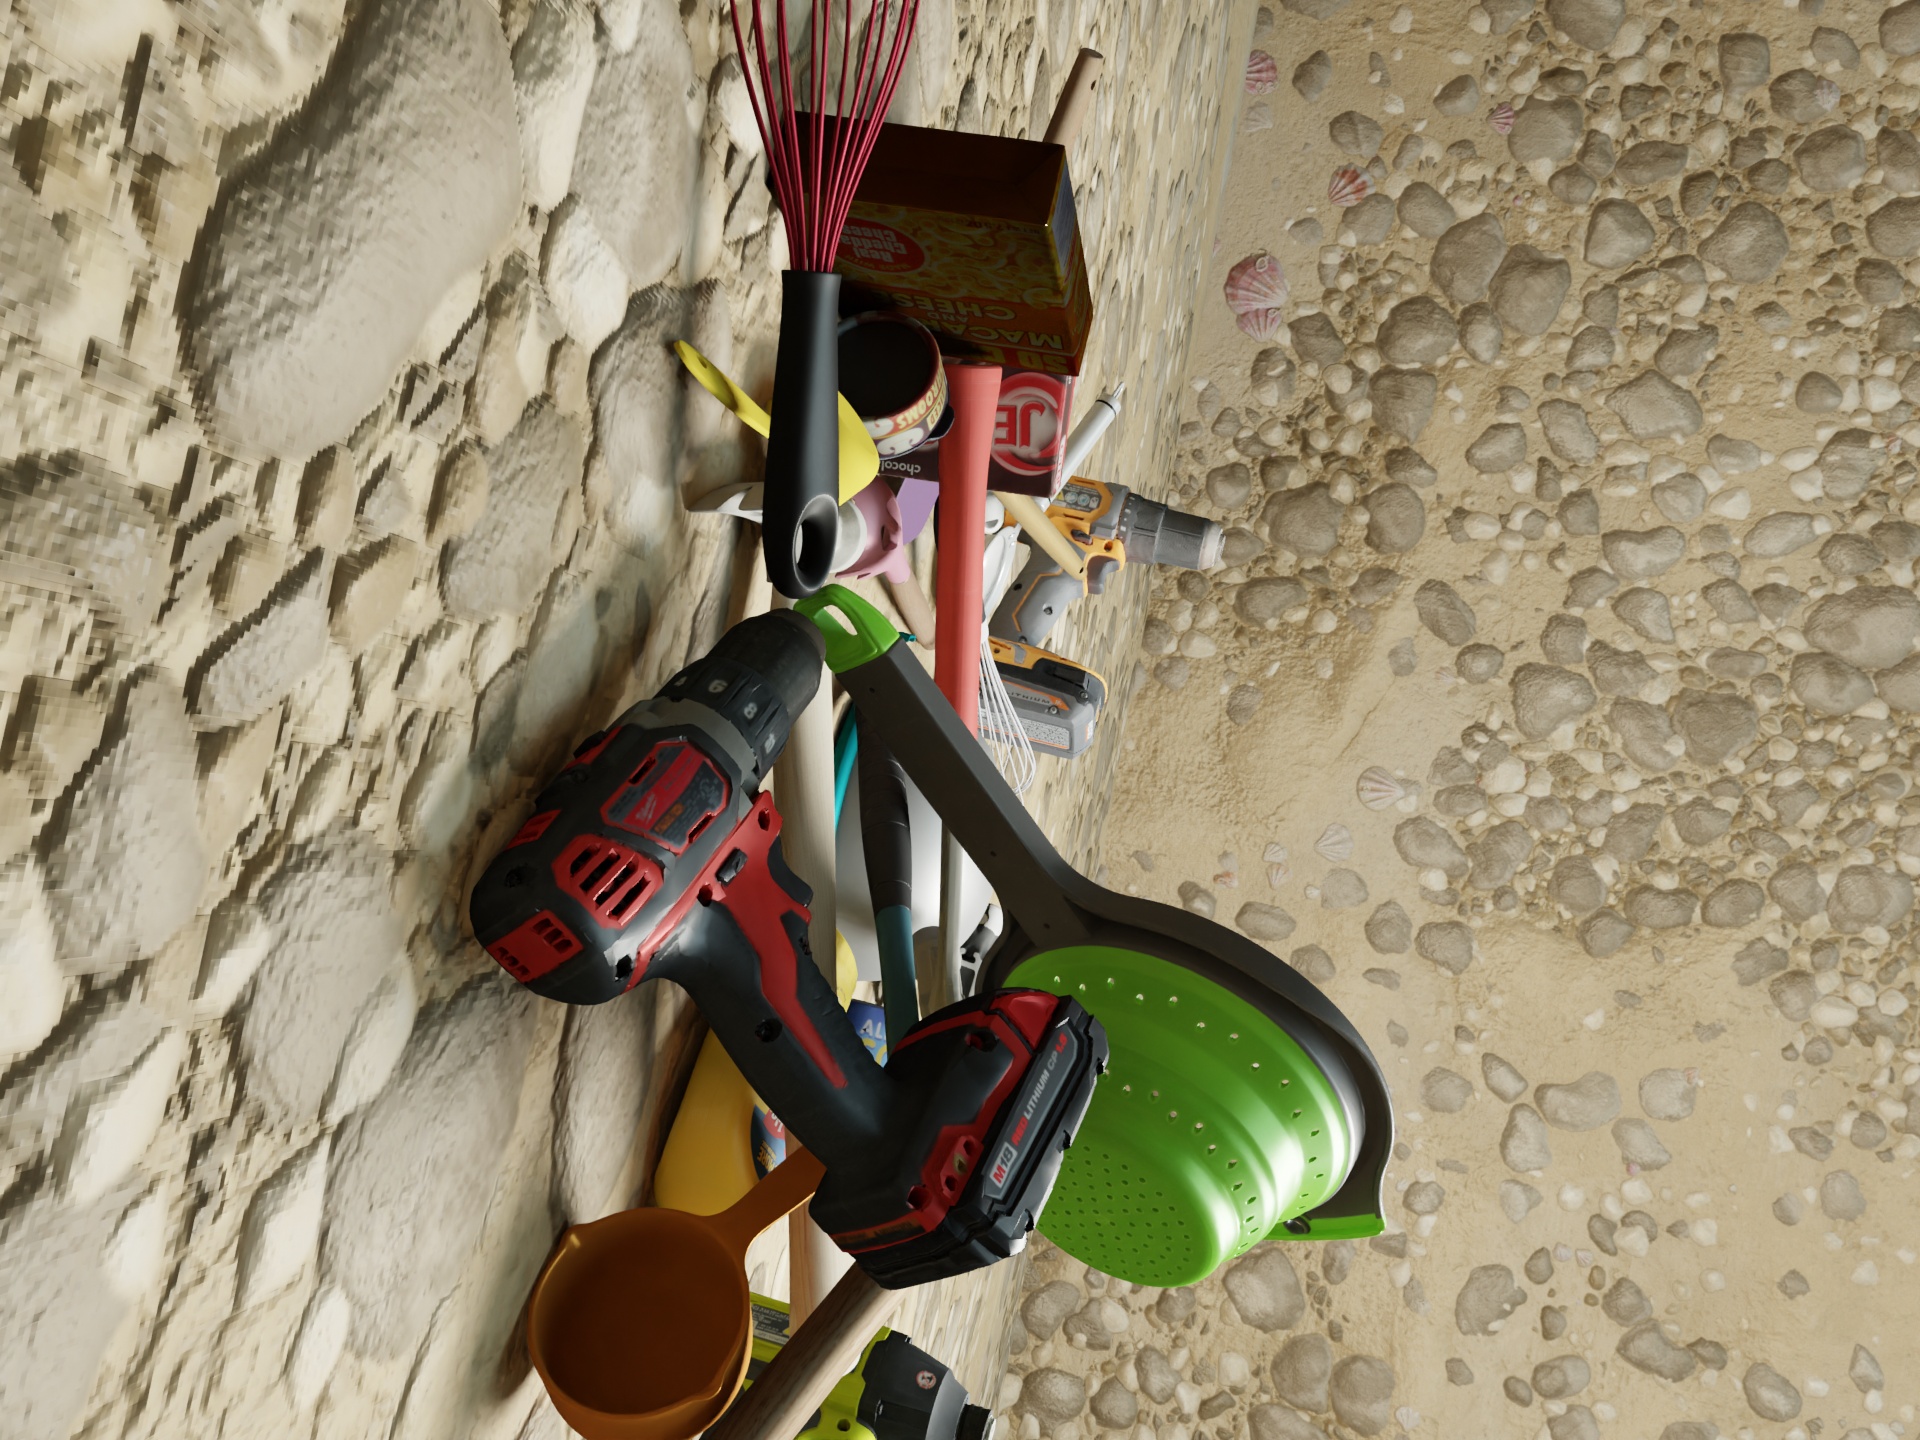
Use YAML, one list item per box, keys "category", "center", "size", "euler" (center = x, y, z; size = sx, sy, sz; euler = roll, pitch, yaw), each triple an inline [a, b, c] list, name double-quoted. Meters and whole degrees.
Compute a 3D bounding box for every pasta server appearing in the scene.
- category: "pasta server"
  center: [-0.042, -0.084, 0.953]
  size: [0.316, 0.040, 0.060]
  euler: [63, 39, -79]

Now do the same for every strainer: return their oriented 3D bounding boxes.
- category: "strainer"
  center: [-0.020, 0.118, 1.061]
  size: [0.340, 0.095, 0.211]
  euler: [85, 19, -50]
- category: "strainer"
  center: [0.049, -0.154, 1.155]
  size: [0.258, 0.050, 0.086]
  euler: [-54, 163, -18]

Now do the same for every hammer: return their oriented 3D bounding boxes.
- category: "hammer"
  center: [-0.012, 0.264, 1.277]
  size: [0.334, 0.035, 0.146]
  euler: [98, 12, -64]
- category: "hammer"
  center: [-0.001, -0.003, 0.833]
  size: [0.149, 0.036, 0.359]
  euler: [-122, -147, -73]
- category: "hammer"
  center: [-0.036, 0.092, 0.829]
  size: [0.128, 0.033, 0.331]
  euler: [96, -10, -48]
- category: "hammer"
  center: [-0.073, 0.098, 0.723]
  size: [0.146, 0.038, 0.410]
  euler: [-12, 100, -77]
- category: "hammer"
  center: [-0.100, 0.300, 0.614]
  size: [0.331, 0.031, 0.130]
  euler: [-48, 161, -15]

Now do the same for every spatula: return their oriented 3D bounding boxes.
- category: "spatula"
  center: [0.013, -0.218, 0.887]
  size: [0.060, 0.018, 0.315]
  euler: [-39, 159, -49]

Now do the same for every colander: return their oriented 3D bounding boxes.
- category: "colander"
  center: [0.035, 0.120, 0.692]
  size: [0.397, 0.204, 0.094]
  euler: [54, 47, -16]

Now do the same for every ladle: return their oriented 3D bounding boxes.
- category: "ladle"
  center: [0.031, -0.156, 1.059]
  size: [0.069, 0.031, 0.315]
  euler: [-55, 152, -1]

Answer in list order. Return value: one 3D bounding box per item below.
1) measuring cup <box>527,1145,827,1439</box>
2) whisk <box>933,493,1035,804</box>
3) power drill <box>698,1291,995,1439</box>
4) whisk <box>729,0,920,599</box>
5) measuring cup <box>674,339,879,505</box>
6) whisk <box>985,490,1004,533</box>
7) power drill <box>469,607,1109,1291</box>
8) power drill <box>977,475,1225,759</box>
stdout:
- category: "measuring cup"
  center: [-0.099, 0.231, 0.670]
  size: [0.173, 0.095, 0.052]
  euler: [-34, 145, -33]
- category: "whisk"
  center: [0.011, -0.037, 1.078]
  size: [0.070, 0.070, 0.284]
  euler: [-68, 158, -45]
- category: "power drill"
  center: [-0.090, 0.377, 0.752]
  size: [0.223, 0.171, 0.080]
  euler: [-55, 153, -59]
- category: "whisk"
  center: [-0.056, -0.193, 0.613]
  size: [0.073, 0.073, 0.295]
  euler: [-43, 139, -72]
- category: "measuring cup"
  center: [-0.074, -0.134, 0.669]
  size: [0.062, 0.029, 0.156]
  euler: [61, 11, 15]
- category: "whisk"
  center: [0.019, -0.205, 1.100]
  size: [0.246, 0.058, 0.059]
  euler: [88, -15, -62]
- category: "power drill"
  center: [-0.050, 0.077, 0.596]
  size: [0.080, 0.226, 0.188]
  euler: [-32, -163, 42]
- category: "power drill"
  center: [0.094, -0.087, 1.230]
  size: [0.084, 0.185, 0.226]
  euler: [82, 25, -63]
